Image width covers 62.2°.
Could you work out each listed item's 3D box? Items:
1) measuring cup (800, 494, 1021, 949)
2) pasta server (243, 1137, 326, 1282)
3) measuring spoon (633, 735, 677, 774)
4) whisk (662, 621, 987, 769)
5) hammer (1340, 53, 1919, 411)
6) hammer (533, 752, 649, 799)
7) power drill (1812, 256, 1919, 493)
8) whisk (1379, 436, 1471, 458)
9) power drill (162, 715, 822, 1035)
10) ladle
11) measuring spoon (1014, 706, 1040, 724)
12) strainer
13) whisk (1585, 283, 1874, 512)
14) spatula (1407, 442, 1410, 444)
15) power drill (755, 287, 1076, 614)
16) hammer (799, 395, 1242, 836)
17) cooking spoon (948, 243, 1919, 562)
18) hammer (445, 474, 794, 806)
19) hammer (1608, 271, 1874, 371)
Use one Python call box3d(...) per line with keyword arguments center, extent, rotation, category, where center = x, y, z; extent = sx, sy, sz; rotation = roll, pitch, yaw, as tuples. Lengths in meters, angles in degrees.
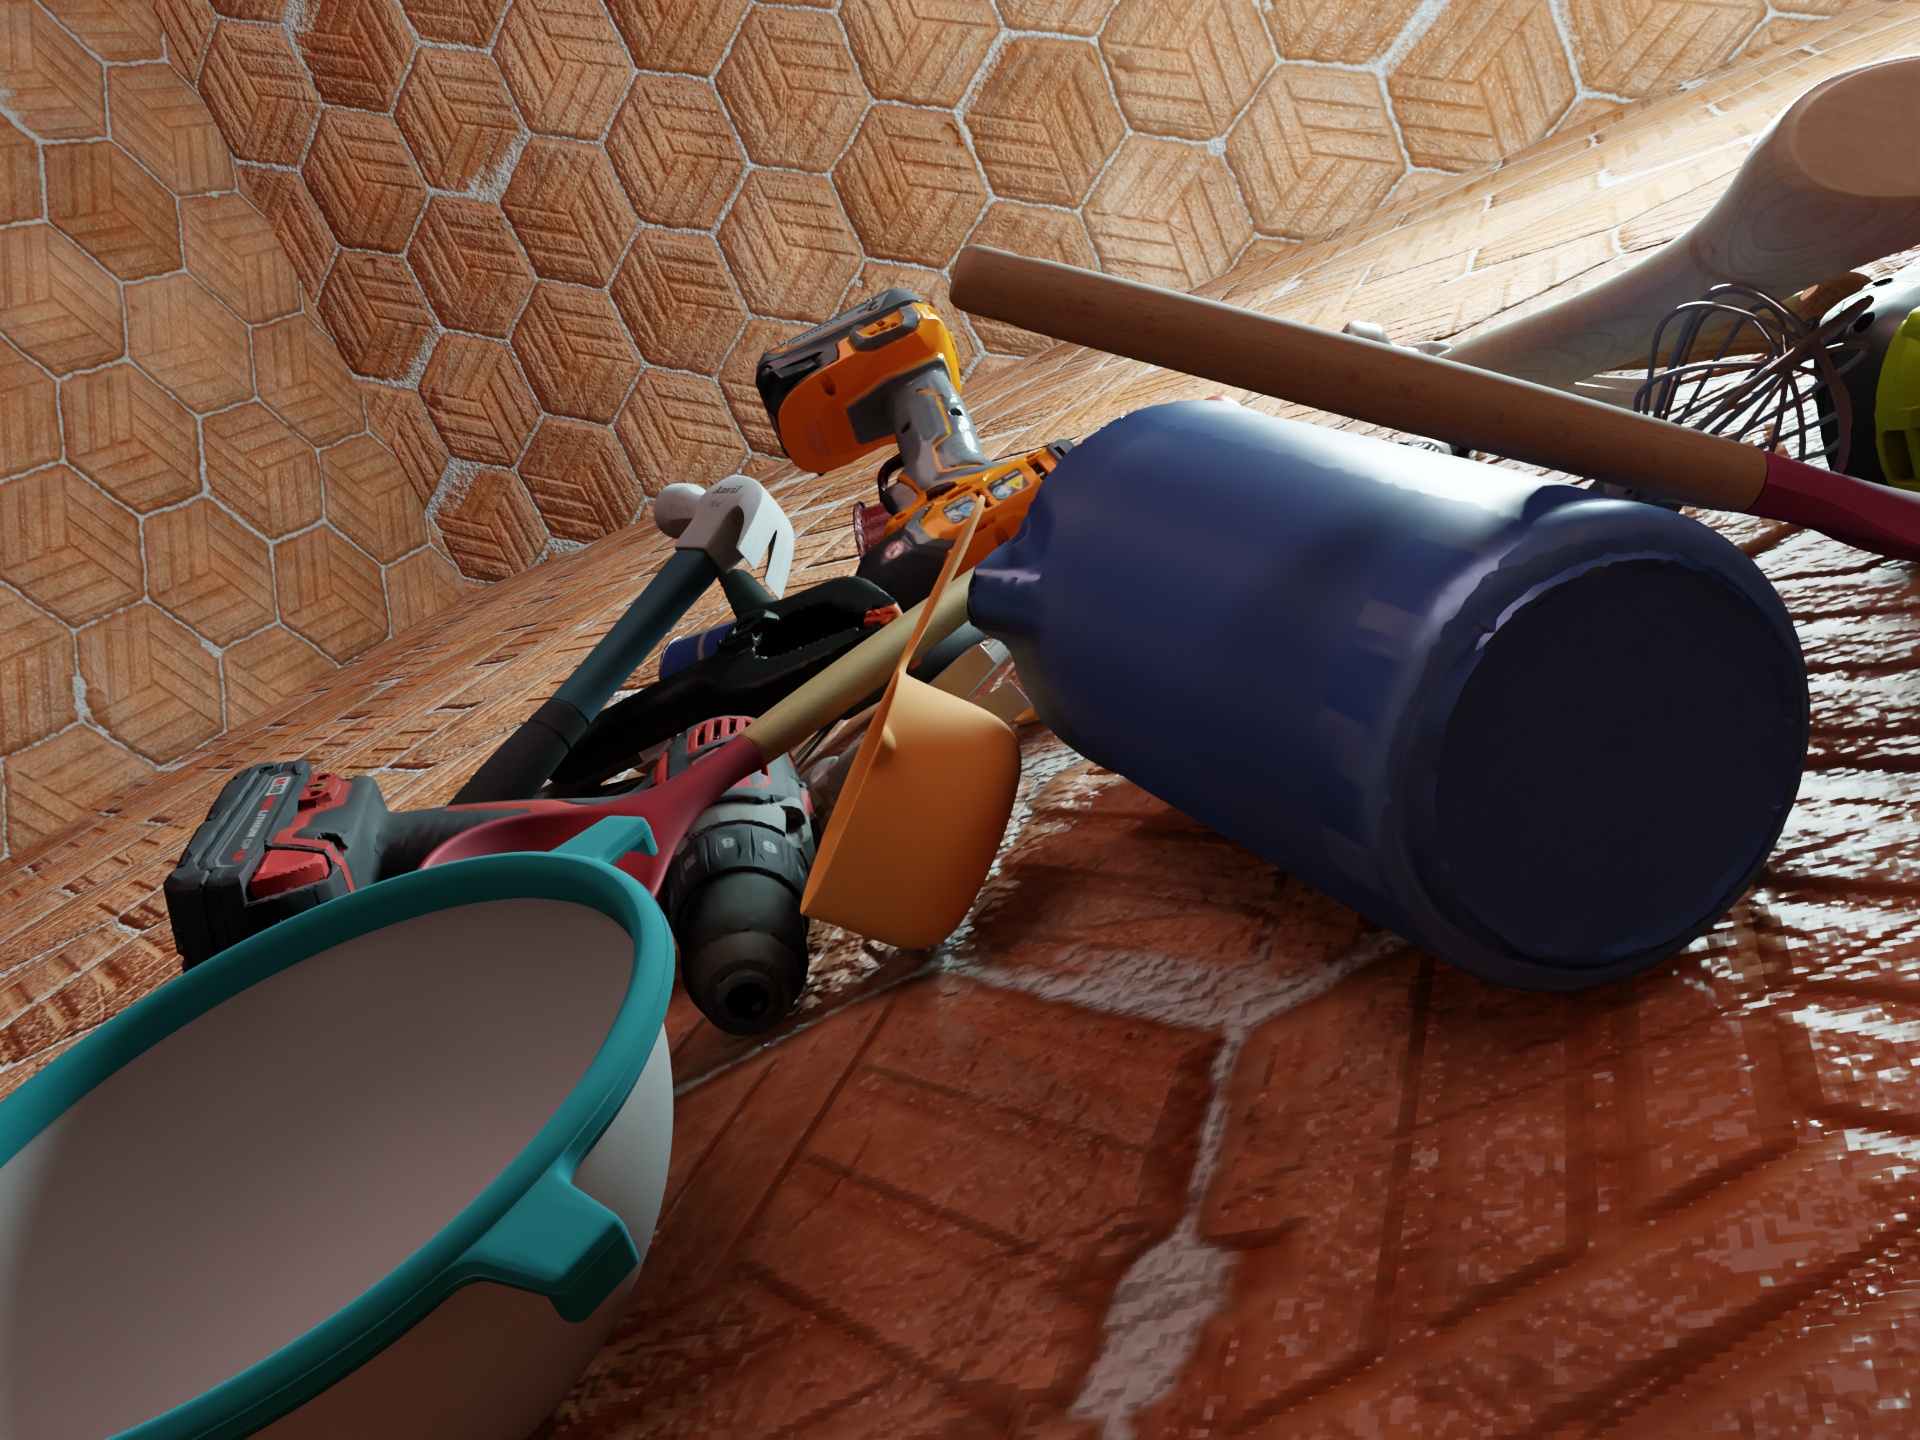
box3d(center=(-0.001, -0.002, 0.555), extent=(0.095, 0.052, 0.174), rotation=(125, 168, -63), category="measuring cup")
box3d(center=(-0.253, 0.150, 0.607), extent=(0.040, 0.060, 0.316), rotation=(1, 1, -25), category="pasta server")
box3d(center=(-0.158, 0.026, 0.930), extent=(0.034, 0.018, 0.124), rotation=(-53, 31, -17), category="measuring spoon")
box3d(center=(-0.065, -0.010, 0.847), extent=(0.239, 0.055, 0.055), rotation=(-32, 16, -39), category="whisk")
box3d(center=(0.225, -0.129, 0.513), extent=(0.146, 0.038, 0.410), rotation=(10, 5, 3), category="hammer")
box3d(center=(-0.211, 0.084, 0.770), extent=(0.146, 0.035, 0.335), rotation=(-28, 15, -7), category="hammer")
box3d(center=(0.356, -0.093, 0.401), extent=(0.171, 0.080, 0.223), rotation=(-27, 19, -8), category="power drill")
box3d(center=(0.211, -0.115, 0.742), extent=(0.070, 0.070, 0.284), rotation=(-16, 12, 30), category="whisk")
box3d(center=(-0.163, 0.066, 0.590), extent=(0.226, 0.080, 0.188), rotation=(-8, 23, -7), category="power drill")
box3d(center=(-0.060, -0.003, 0.581), extent=(0.069, 0.031, 0.315), rotation=(31, 48, 25), category="ladle")
box3d(center=(0.072, -0.013, 0.704), extent=(0.117, 0.011, 0.021), rotation=(-19, 16, 34), category="measuring spoon")
box3d(center=(-0.211, 0.154, 0.391), extent=(0.340, 0.095, 0.211), rotation=(-23, 24, 0), category="strainer")
box3d(center=(0.209, -0.072, 0.479), extent=(0.059, 0.058, 0.246), rotation=(-37, -9, 3), category="whisk")
box3d(center=(0.179, -0.097, 0.780), extent=(0.060, 0.018, 0.316), rotation=(-15, 15, 31), category="spatula")
box3d(center=(-0.035, -0.145, 0.922), extent=(0.164, 0.084, 0.227), rotation=(-29, 51, -8), category="power drill")
box3d(center=(0.061, -0.076, 0.756), extent=(0.149, 0.036, 0.359), rotation=(-35, 8, 47), category="hammer")
box3d(center=(0.153, -0.060, 0.356), extent=(0.319, 0.017, 0.069), rotation=(13, 9, -6), category="cooking spoon")
box3d(center=(-0.192, 0.007, 0.740), extent=(0.128, 0.033, 0.331), rotation=(8, 54, 49), category="hammer")
box3d(center=(0.330, -0.183, 0.771), extent=(0.130, 0.031, 0.331), rotation=(-23, 9, 0), category="hammer")
